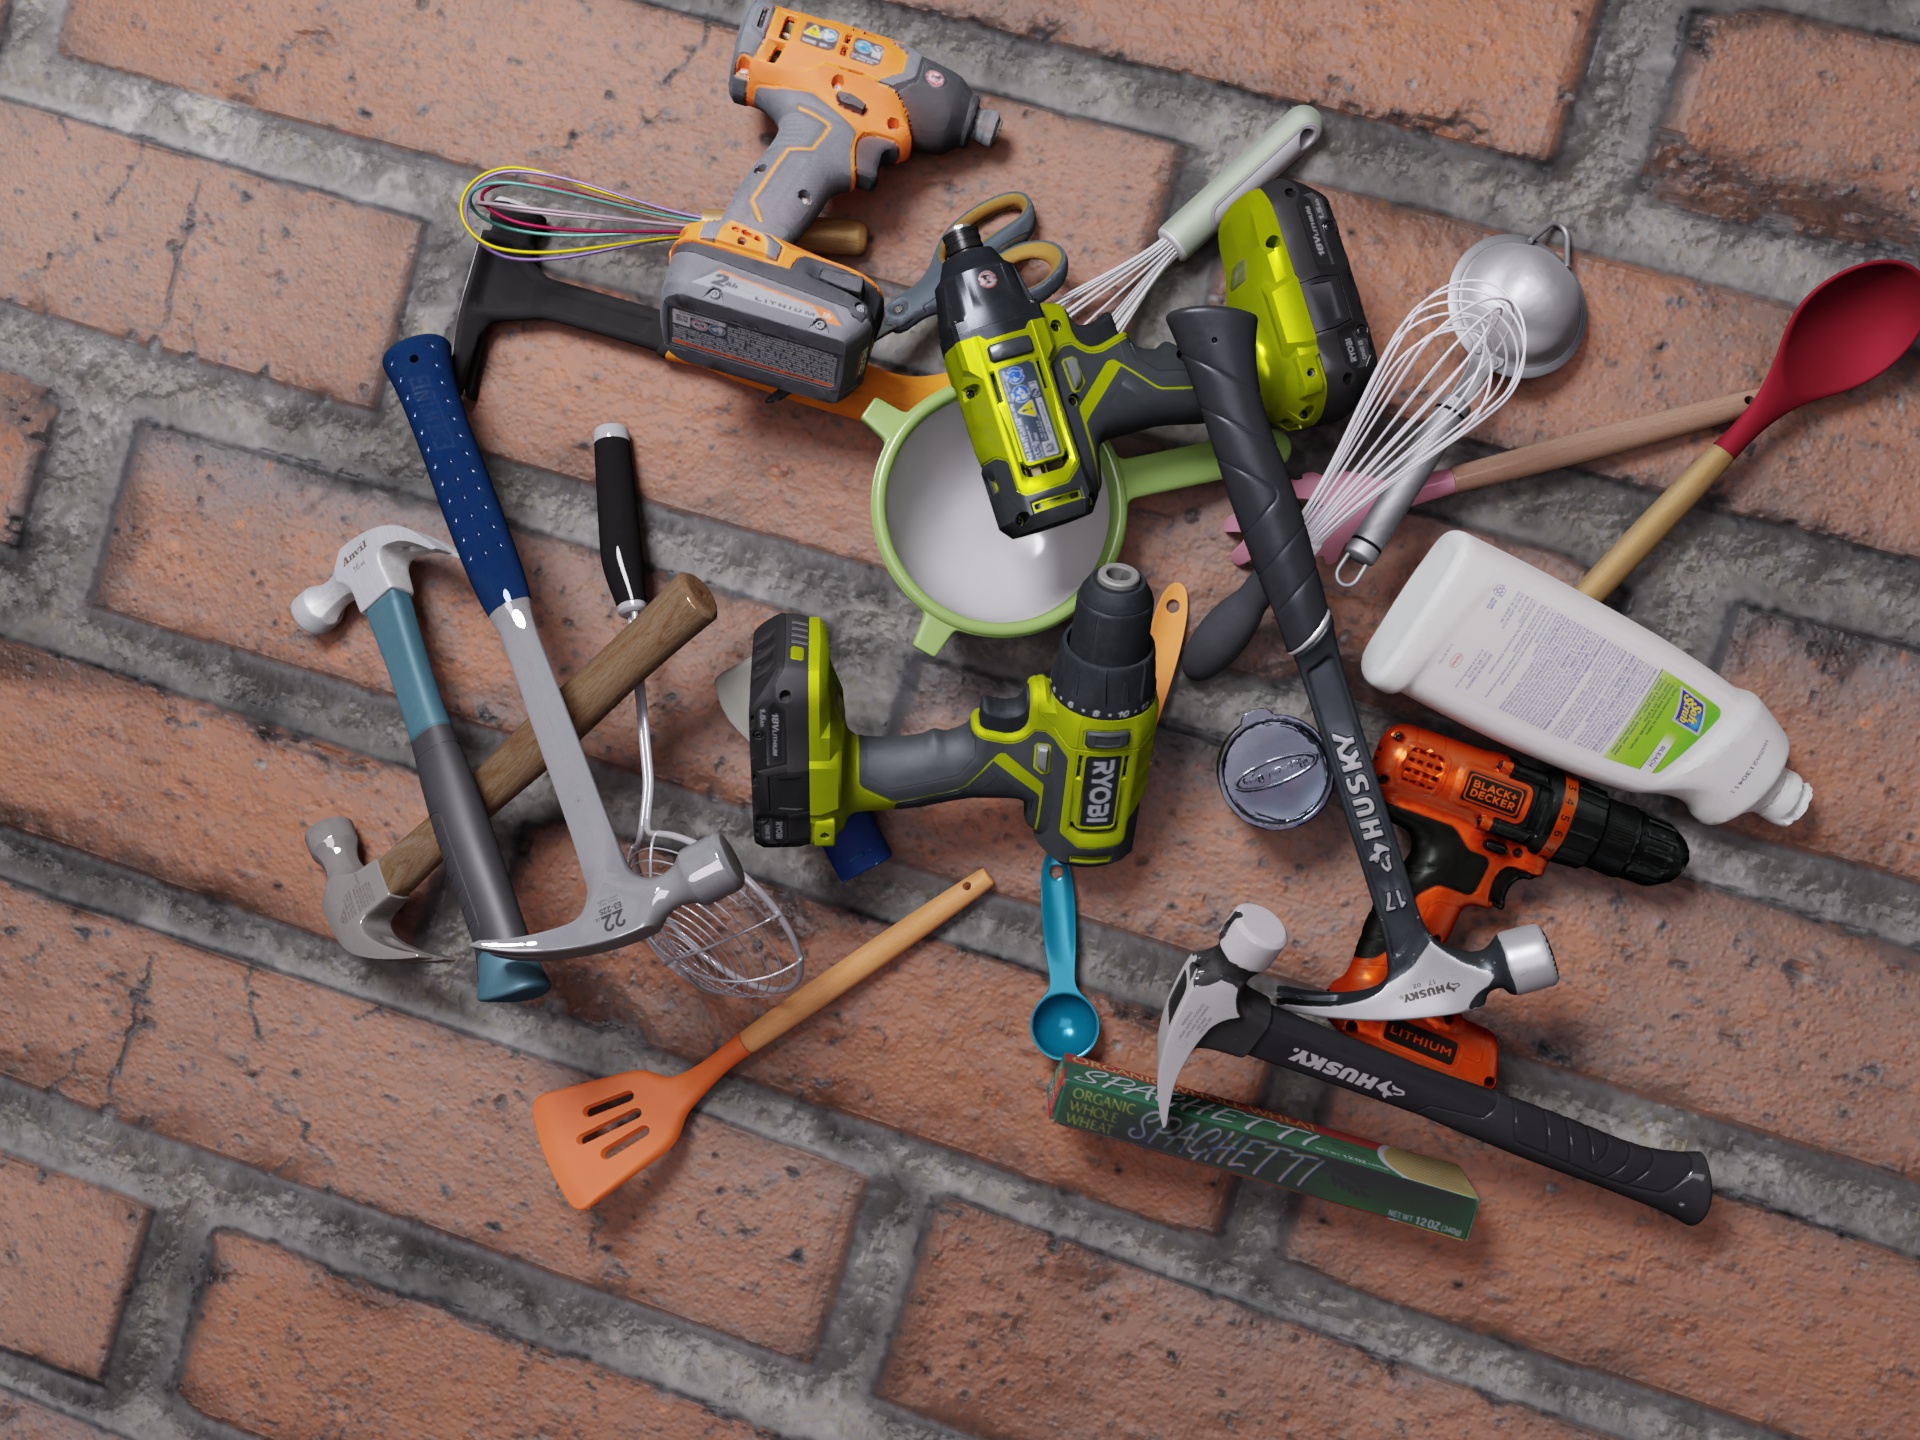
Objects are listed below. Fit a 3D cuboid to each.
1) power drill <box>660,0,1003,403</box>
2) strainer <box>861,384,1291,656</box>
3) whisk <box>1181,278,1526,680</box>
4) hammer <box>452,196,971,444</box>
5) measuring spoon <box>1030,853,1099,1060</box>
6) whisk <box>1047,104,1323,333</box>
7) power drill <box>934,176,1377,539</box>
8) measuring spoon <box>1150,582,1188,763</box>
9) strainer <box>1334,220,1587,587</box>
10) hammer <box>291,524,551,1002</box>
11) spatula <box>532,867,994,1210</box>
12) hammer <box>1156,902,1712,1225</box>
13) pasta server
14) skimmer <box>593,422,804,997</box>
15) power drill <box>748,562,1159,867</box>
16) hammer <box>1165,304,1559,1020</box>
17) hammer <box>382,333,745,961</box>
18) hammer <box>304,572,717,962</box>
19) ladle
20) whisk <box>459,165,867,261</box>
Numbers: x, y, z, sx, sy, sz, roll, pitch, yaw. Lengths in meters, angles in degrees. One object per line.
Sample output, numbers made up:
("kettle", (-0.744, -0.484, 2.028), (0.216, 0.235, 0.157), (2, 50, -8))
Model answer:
("power drill", (-0.073, -0.304, 0.924), (0.164, 0.084, 0.227), (15, 69, -4))
("strainer", (0.069, -0.135, 0.953), (0.256, 0.069, 0.151), (-14, 92, -10))
("whisk", (0.206, -0.122, 0.880), (0.070, 0.070, 0.284), (40, 126, 5))
("hammer", (-0.151, -0.222, 0.988), (0.337, 0.034, 0.127), (16, 92, 7))
("measuring spoon", (0.062, 0.143, 0.974), (0.042, 0.021, 0.129), (-3, 81, 4))
("whisk", (0.121, -0.278, 0.947), (0.246, 0.057, 0.059), (-42, 55, 2))
("power drill", (0.103, -0.214, 0.888), (0.223, 0.080, 0.171), (-18, 92, -9))
("measuring spoon", (0.119, -0.027, 0.967), (0.021, 0.011, 0.117), (13, 89, 8))
("strainer", (0.286, -0.183, 0.905), (0.087, 0.050, 0.258), (33, 87, -4))
("hammer", (-0.311, 0.021, 0.944), (0.128, 0.033, 0.331), (-36, 64, 20))
("spatula", (-0.117, 0.185, 0.982), (0.322, 0.041, 0.081), (-35, 61, 5))
("hammer", (0.266, 0.214, 0.881), (0.334, 0.035, 0.146), (22, 124, -8))
("pasta server", (0.313, -0.146, 0.932), (0.316, 0.040, 0.060), (-15, 88, 3))
("skimmer", (-0.168, -0.009, 0.976), (0.090, 0.127, 0.363), (0, 73, -33))
("power drill", (-0.001, -0.003, 0.891), (0.228, 0.080, 0.190), (0, 129, -5))
("hammer", (0.189, -0.027, 0.856), (0.149, 0.036, 0.409), (-18, 97, 13))
("hammer", (-0.260, -0.053, 0.908), (0.144, 0.035, 0.406), (-26, 69, 1))
("hammer", (-0.268, 0.030, 0.955), (0.331, 0.031, 0.130), (-39, 63, 17))
("ladle", (0.417, -0.132, 0.907), (0.069, 0.031, 0.315), (37, 102, -18))
("whisk", (-0.179, -0.306, 0.967), (0.245, 0.051, 0.047), (2, 59, -7))
